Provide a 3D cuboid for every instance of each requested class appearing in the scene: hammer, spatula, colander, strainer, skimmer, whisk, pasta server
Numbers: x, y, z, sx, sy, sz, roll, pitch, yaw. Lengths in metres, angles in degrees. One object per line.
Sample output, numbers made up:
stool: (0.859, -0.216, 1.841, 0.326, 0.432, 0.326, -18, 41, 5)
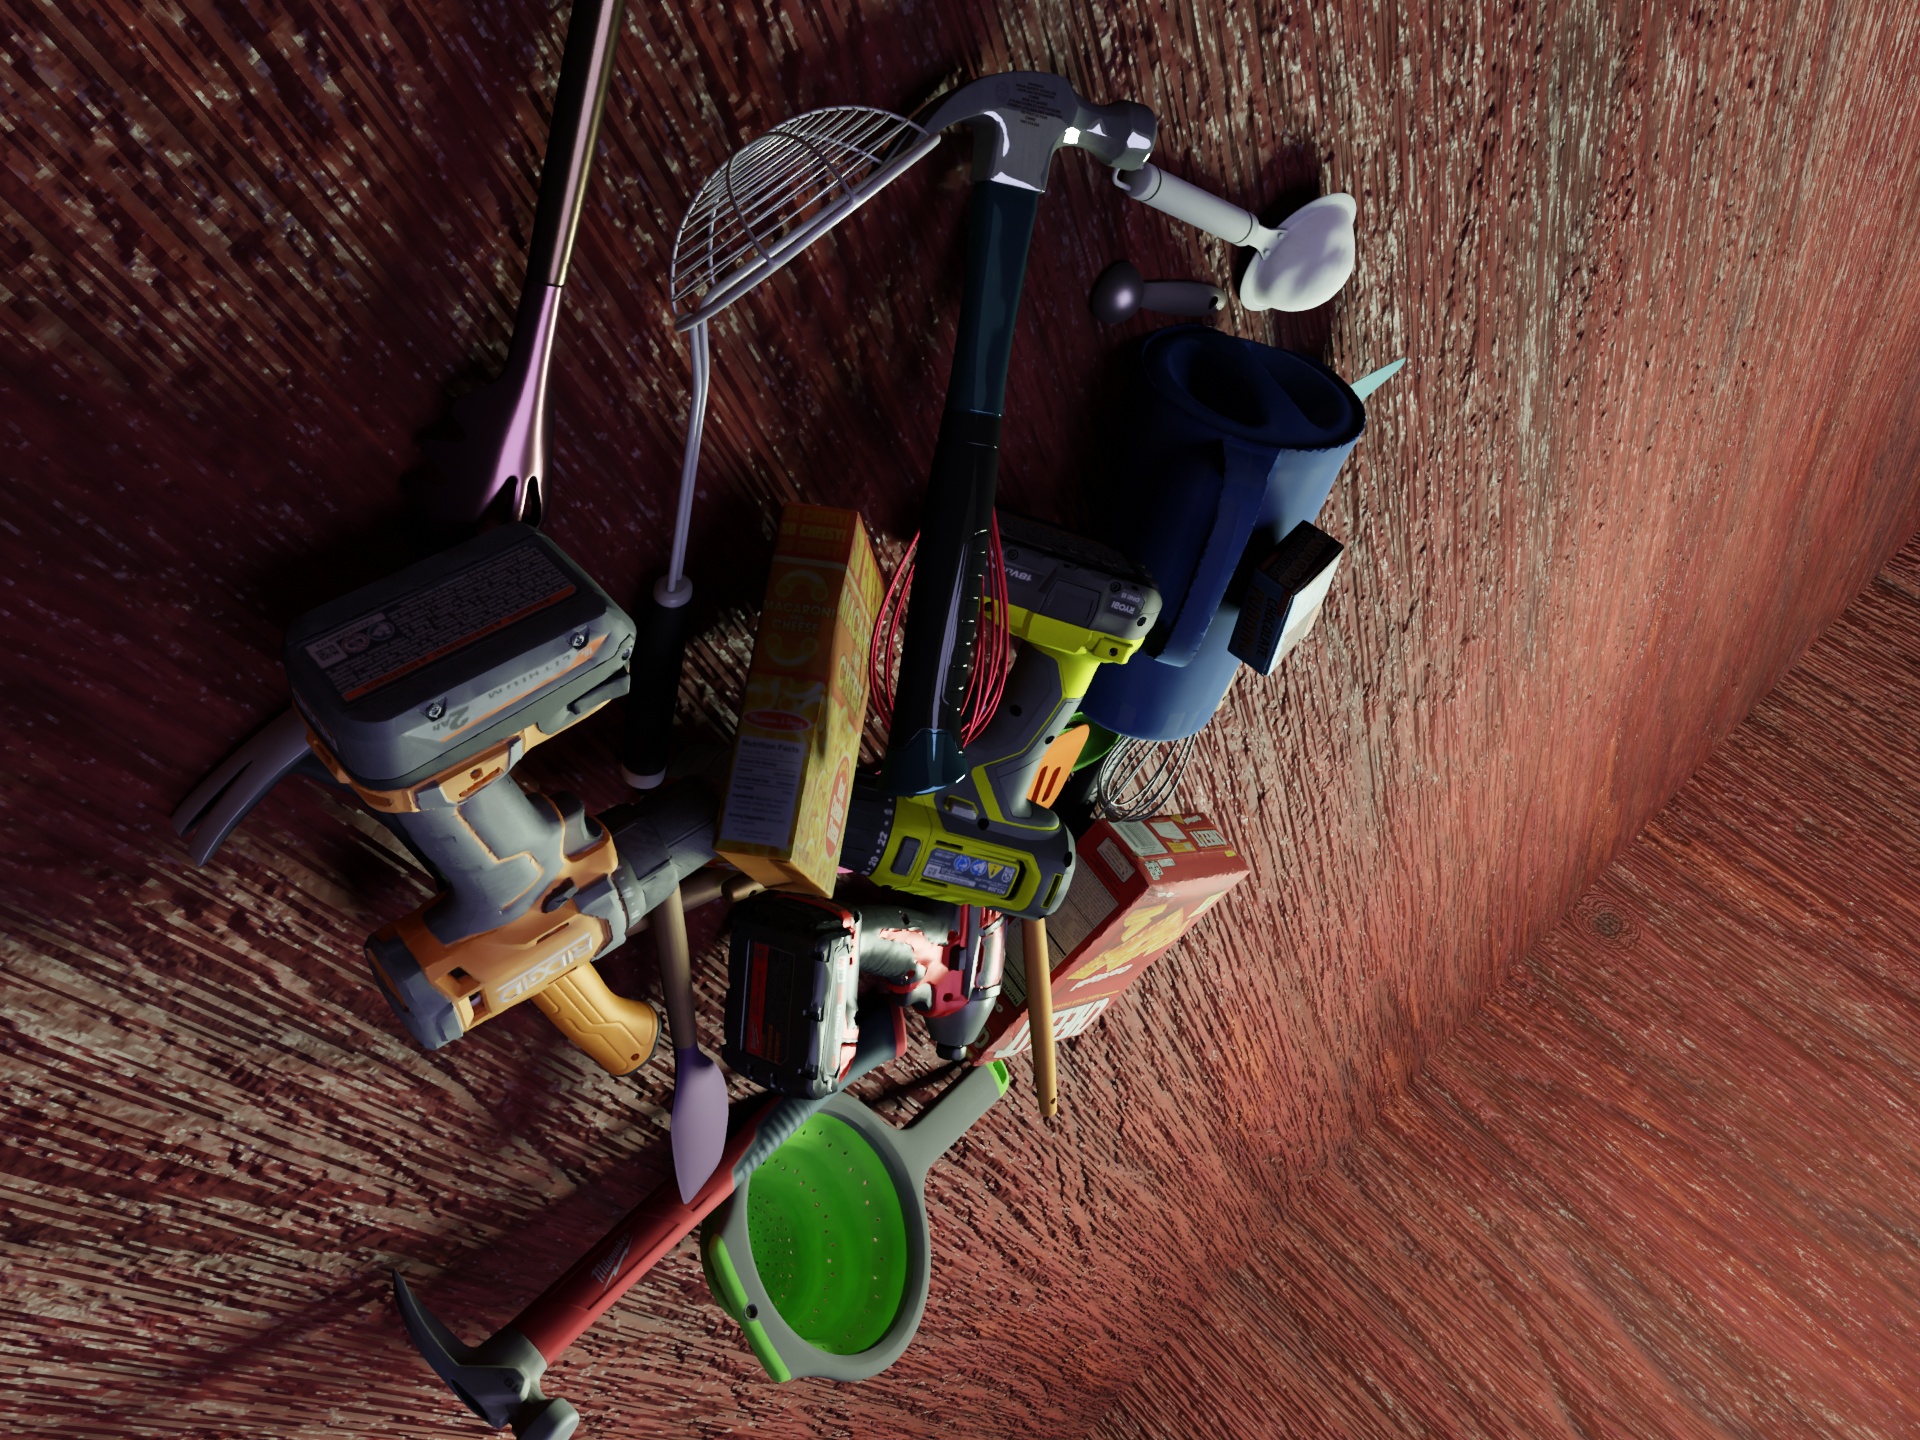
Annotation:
hammer: (-0.180, 0.293, 1.049, 0.386, 0.143, 0.038, -38, 157, -40)
spatula: (0.057, 0.150, 1.098, 0.081, 0.041, 0.322, -26, 124, -35)
colander: (-0.083, 0.358, 1.223, 0.094, 0.204, 0.397, -27, 180, 31)
strainer: (0.163, -0.274, 0.897, 0.258, 0.050, 0.087, 1, 138, -49)
hammer: (-0.233, 0.099, 0.780, 0.127, 0.034, 0.336, -41, 144, -15)
skimmer: (-0.095, -0.097, 0.710, 0.127, 0.090, 0.363, -63, 172, -52)
whisk: (0.168, -0.027, 1.103, 0.239, 0.055, 0.055, -55, 149, 0)
whisk: (0.003, -0.119, 0.783, 0.073, 0.073, 0.295, -5, 108, -50)
pasta server: (-0.154, -0.194, 0.594, 0.060, 0.040, 0.316, -10, 128, -47)
hammer: (0.134, -0.024, 1.139, 0.146, 0.035, 0.334, 1, 123, -51)
spatula: (-0.162, 0.168, 0.930, 0.060, 0.018, 0.315, -51, 149, -46)
hammer: (0.005, -0.127, 0.730, 0.128, 0.033, 0.331, 5, 99, -26)
spatula: (0.231, -0.122, 1.145, 0.082, 0.044, 0.317, -31, 146, -39)

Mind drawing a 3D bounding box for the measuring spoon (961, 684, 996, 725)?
measuring spoon: (0.026, 0.002, 1.052, 0.042, 0.021, 0.128, -42, 159, 3)

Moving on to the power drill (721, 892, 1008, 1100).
power drill: (-0.050, 0.170, 1.041, 0.219, 0.079, 0.143, -5, 103, -52)

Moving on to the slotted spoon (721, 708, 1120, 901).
slotted spoon: (-0.018, 0.050, 1.004, 0.313, 0.031, 0.070, -22, 150, -36)

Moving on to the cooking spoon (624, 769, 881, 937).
cooking spoon: (-0.136, 0.091, 0.936, 0.319, 0.017, 0.068, -22, 128, -38)

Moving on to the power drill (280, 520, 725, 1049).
power drill: (-0.176, 0.027, 0.681, 0.185, 0.084, 0.226, -31, 146, -28)

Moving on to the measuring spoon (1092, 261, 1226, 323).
measuring spoon: (0.119, -0.237, 0.899, 0.124, 0.018, 0.034, -12, 133, -47)

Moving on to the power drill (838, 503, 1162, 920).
power drill: (-0.001, -0.003, 0.900, 0.190, 0.080, 0.228, 16, 112, -16)
